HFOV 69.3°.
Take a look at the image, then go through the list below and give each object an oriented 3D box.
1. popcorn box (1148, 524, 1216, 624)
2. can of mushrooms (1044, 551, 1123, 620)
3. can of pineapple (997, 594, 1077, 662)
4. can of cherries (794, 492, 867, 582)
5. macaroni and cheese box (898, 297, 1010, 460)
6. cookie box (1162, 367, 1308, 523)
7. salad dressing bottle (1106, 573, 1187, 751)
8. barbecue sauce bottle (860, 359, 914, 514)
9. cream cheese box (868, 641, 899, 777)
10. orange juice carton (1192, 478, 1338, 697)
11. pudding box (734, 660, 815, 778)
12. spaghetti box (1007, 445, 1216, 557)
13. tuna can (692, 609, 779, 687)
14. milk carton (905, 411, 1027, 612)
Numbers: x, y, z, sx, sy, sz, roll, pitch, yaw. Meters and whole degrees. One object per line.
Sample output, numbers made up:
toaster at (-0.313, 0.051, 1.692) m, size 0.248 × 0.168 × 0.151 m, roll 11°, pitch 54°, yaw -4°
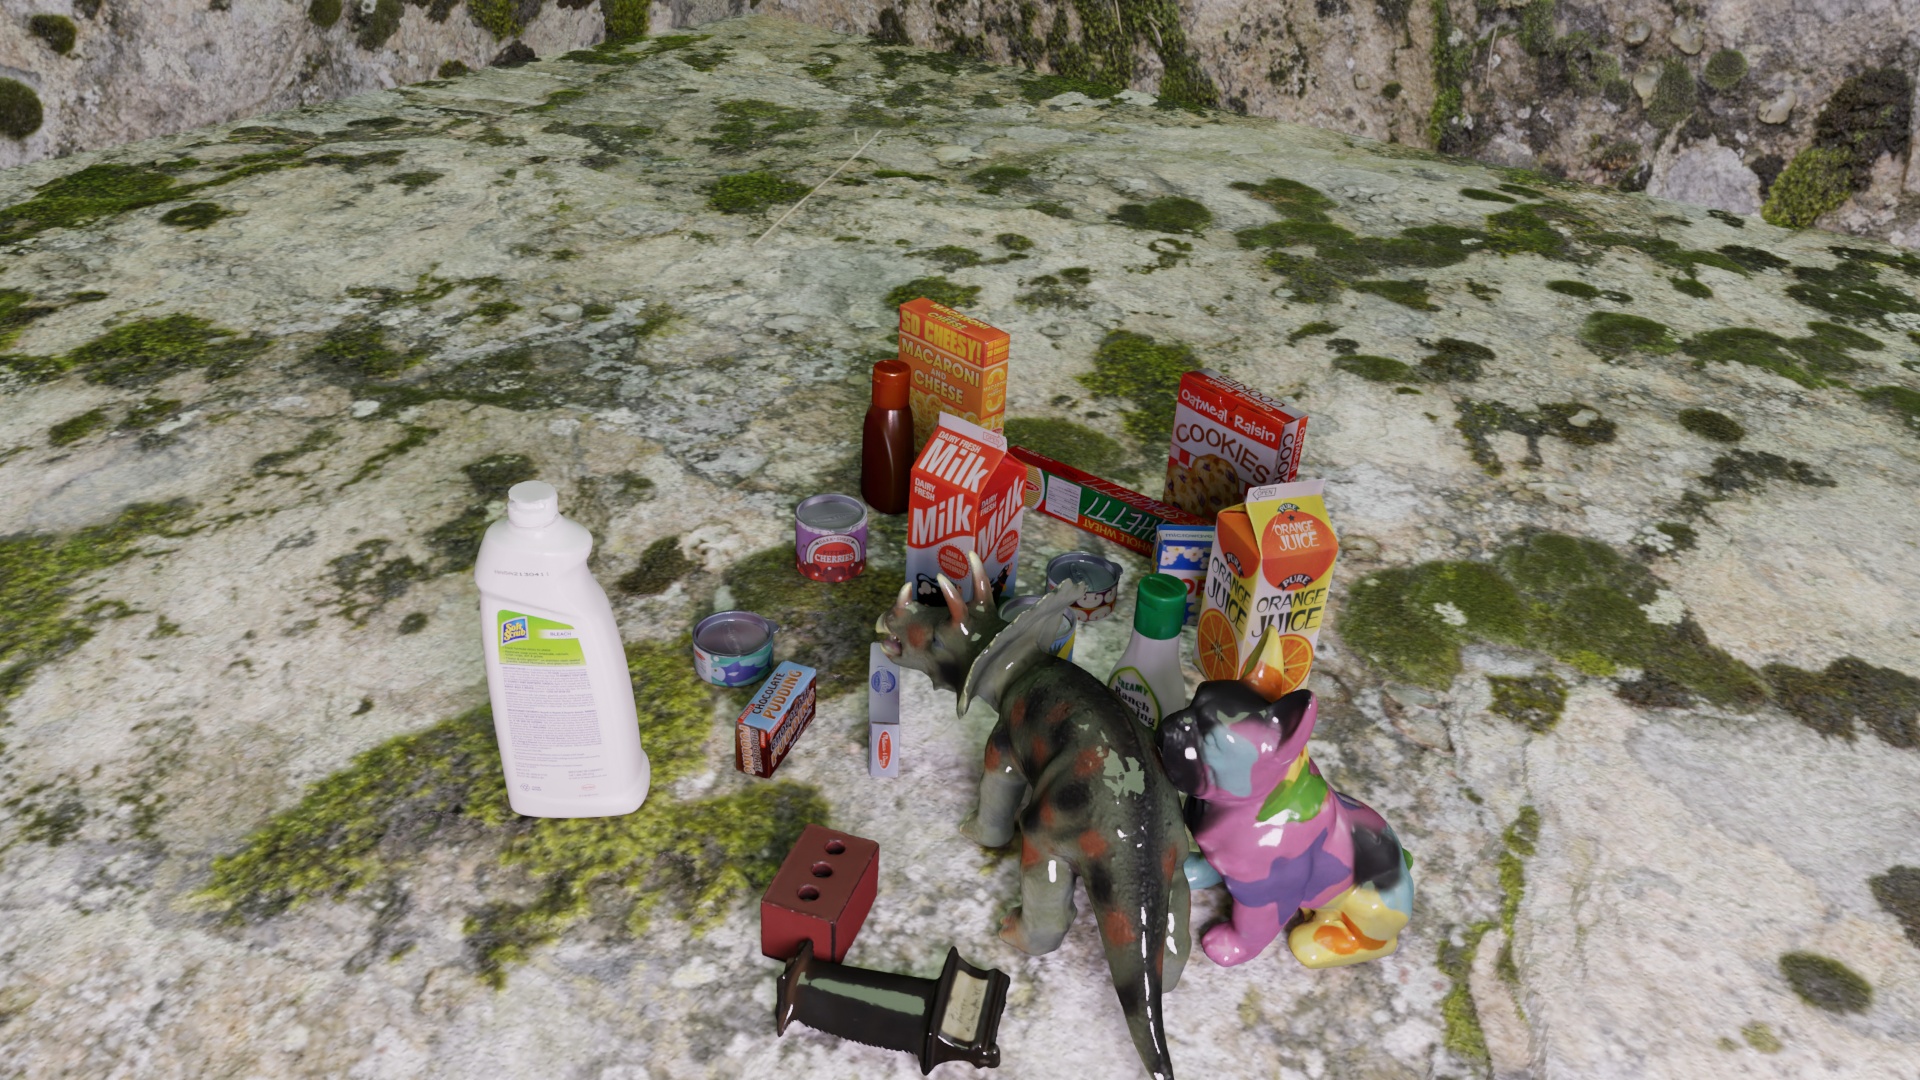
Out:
popcorn box at (0.232, 0.031, 1.231) m, size 0.127 × 0.084 × 0.038 m, roll 2°, pitch 31°, yaw -4°
can of mushrooms at (0.111, 0.041, 1.251) m, size 0.071 × 0.033 × 0.071 m, roll 3°, pitch 31°, yaw -2°
can of pineapple at (0.060, 0.087, 1.147) m, size 0.071 × 0.057 × 0.071 m, roll 3°, pitch 31°, yaw -2°
can of cherries at (-0.118, -0.001, 1.271) m, size 0.071 × 0.058 × 0.072 m, roll 3°, pitch 31°, yaw -2°
macaroni and cheese box at (-0.010, -0.151, 1.425) m, size 0.124 × 0.165 × 0.040 m, roll 29°, pitch 39°, yaw 35°
cookie box at (0.254, -0.064, 1.312) m, size 0.040 × 0.166 × 0.123 m, roll -22°, pitch 40°, yaw -36°
salad dressing bottle at (0.145, 0.095, 1.058) m, size 0.044 × 0.146 × 0.064 m, roll -25°, pitch 42°, yaw -39°
barbecue sauce bottle at (-0.070, -0.102, 1.355) m, size 0.044 × 0.147 × 0.065 m, roll -17°, pitch 37°, yaw -31°
cream cheese box at (-0.059, 0.129, 1.069) m, size 0.024 × 0.053 × 0.104 m, roll 2°, pitch 31°, yaw -4°
orange juice carton at (0.247, 0.037, 1.122) m, size 0.072 × 0.191 × 0.073 m, roll -7°, pitch 33°, yaw -18°
pudding box at (-0.140, 0.135, 1.055) m, size 0.030 × 0.049 × 0.084 m, roll 13°, pitch 33°, yaw 15°
spaghetti box at (0.146, -0.028, 1.352) m, size 0.250 × 0.050 × 0.029 m, roll 24°, pitch 37°, yaw 29°
tuna can at (-0.184, 0.088, 1.142) m, size 0.071 × 0.032 × 0.071 m, roll 3°, pitch 31°, yaw -2°
milk carton at (0.004, -0.015, 1.181) m, size 0.072 × 0.189 × 0.074 m, roll 24°, pitch 37°, yaw 30°
